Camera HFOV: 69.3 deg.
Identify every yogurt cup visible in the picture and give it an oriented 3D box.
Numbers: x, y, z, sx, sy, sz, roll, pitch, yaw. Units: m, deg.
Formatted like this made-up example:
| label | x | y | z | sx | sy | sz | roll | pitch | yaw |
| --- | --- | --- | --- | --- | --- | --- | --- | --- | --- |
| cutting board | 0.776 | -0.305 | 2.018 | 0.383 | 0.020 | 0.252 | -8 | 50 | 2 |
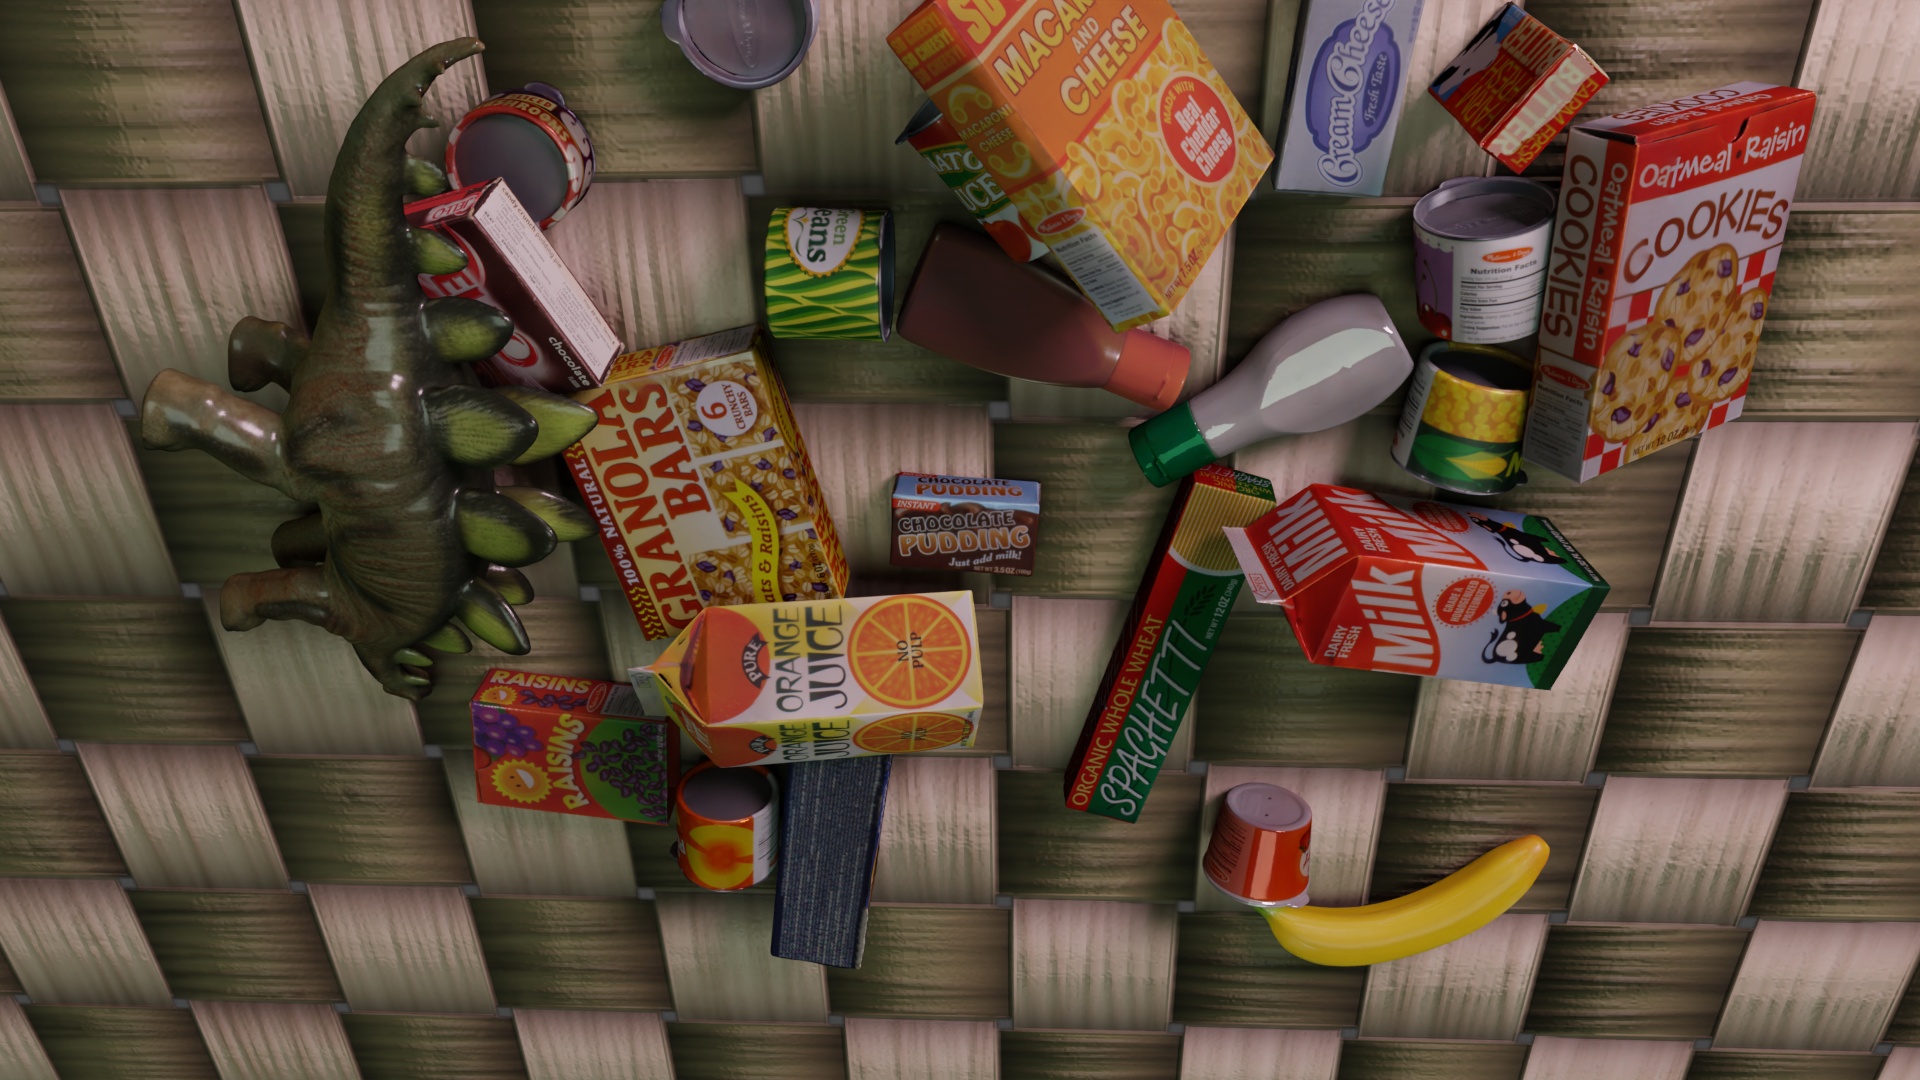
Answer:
| label | x | y | z | sx | sy | sz | roll | pitch | yaw |
| --- | --- | --- | --- | --- | --- | --- | --- | --- | --- |
| yogurt cup | 0.190 | 0.190 | 0.878 | 0.072 | 0.073 | 0.053 | 5 | 113 | 0 |

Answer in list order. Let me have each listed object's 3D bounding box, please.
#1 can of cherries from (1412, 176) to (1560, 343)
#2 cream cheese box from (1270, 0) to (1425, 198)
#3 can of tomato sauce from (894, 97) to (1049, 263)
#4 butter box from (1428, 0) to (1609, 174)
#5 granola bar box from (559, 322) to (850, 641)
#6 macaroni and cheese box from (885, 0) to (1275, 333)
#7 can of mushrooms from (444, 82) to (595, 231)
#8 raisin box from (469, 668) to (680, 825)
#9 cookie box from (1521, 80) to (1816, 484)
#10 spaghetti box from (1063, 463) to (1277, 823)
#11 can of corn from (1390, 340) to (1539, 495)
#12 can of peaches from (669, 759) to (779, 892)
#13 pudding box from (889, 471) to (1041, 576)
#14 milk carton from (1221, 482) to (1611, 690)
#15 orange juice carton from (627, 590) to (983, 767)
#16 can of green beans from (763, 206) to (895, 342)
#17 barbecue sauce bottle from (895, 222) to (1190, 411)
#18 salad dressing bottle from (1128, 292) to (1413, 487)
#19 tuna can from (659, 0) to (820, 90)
| label | x | y | z | sx | sy | sz | roll | pitch | yaw |
| --- | --- | --- | --- | --- | --- | --- | --- | --- | --- |
| can of cherries | 0.256 | -0.138 | 0.677 | 0.071 | 0.072 | 0.058 | -9 | 126 | 9 |
| cream cheese box | 0.183 | -0.217 | 0.659 | 0.053 | 0.024 | 0.103 | 5 | 121 | 1 |
| can of tomato sauce | 0.023 | -0.183 | 0.662 | 0.071 | 0.071 | 0.083 | -36 | 113 | 22 |
| butter box | 0.245 | -0.203 | 0.617 | 0.024 | 0.104 | 0.053 | 34 | 118 | -15 |
| granola bar box | -0.145 | -0.028 | 0.781 | 0.124 | 0.039 | 0.164 | -11 | 119 | 10 |
| macaroni and cheese box | 0.059 | -0.196 | 0.622 | 0.166 | 0.124 | 0.040 | 47 | 147 | -21 |
| can of mushrooms | -0.219 | -0.190 | 0.692 | 0.071 | 0.034 | 0.070 | 2 | 121 | 3 |
| raisin box | -0.243 | 0.132 | 0.881 | 0.123 | 0.040 | 0.085 | 7 | 122 | 0 |
| cookie box | 0.336 | -0.123 | 0.663 | 0.123 | 0.040 | 0.166 | -19 | 123 | -24 |
| spaghetti box | 0.120 | 0.068 | 0.829 | 0.050 | 0.029 | 0.248 | 14 | 120 | -5 |
| can of corn | 0.266 | -0.064 | 0.719 | 0.071 | 0.071 | 0.058 | 7 | 121 | -1 |
| can of peaches | -0.151 | 0.180 | 0.889 | 0.071 | 0.071 | 0.057 | 5 | 121 | 0 |
| pudding box | 0.003 | -0.010 | 0.788 | 0.084 | 0.030 | 0.049 | 5 | 120 | 0 |
| milk carton | 0.238 | 0.023 | 0.751 | 0.191 | 0.073 | 0.073 | 8 | 122 | -13 |
| orange juice carton | -0.087 | 0.080 | 0.790 | 0.193 | 0.073 | 0.071 | -3 | 153 | -6 |
| can of green beans | -0.065 | -0.134 | 0.698 | 0.058 | 0.071 | 0.071 | 3 | 121 | 2 |
| barbecue sauce bottle | 0.045 | -0.109 | 0.720 | 0.148 | 0.044 | 0.064 | 20 | 121 | -9 |
| salad dressing bottle | 0.161 | -0.076 | 0.733 | 0.147 | 0.044 | 0.064 | -27 | 117 | 19 |
| tuna can | -0.102 | -0.248 | 0.651 | 0.071 | 0.033 | 0.070 | 1 | 121 | 2 |
